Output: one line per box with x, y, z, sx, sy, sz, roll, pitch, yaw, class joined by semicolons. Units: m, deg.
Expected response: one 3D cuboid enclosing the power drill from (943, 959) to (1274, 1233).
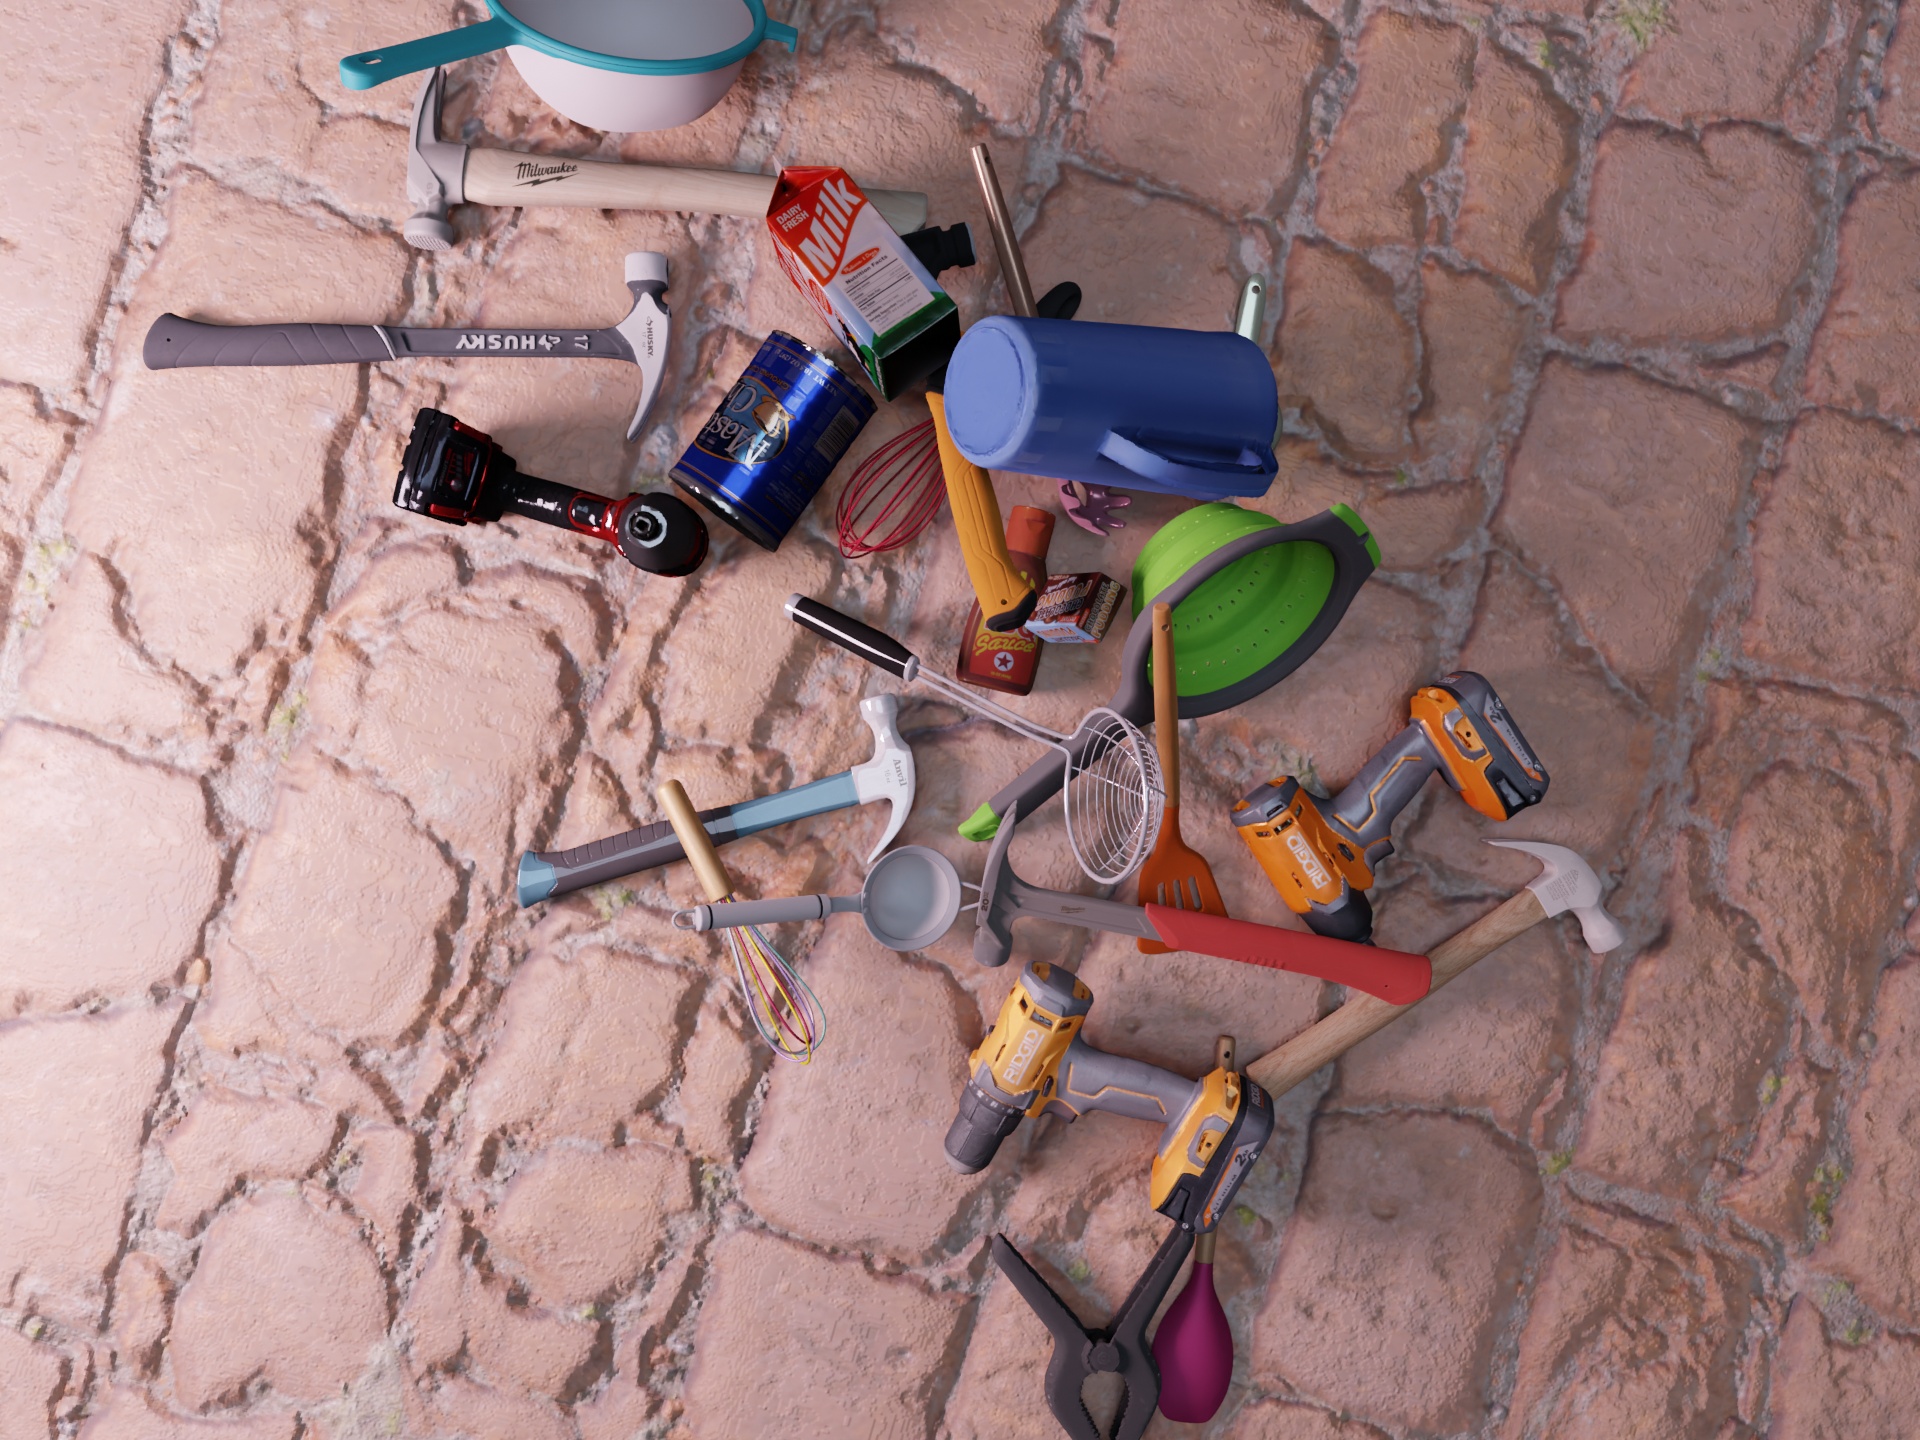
0.109;0.317;1.258;0.226;0.084;0.185;28;104;2;power drill

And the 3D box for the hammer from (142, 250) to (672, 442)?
-0.435;-0.294;1.261;0.409;0.036;0.149;-1;91;-3;hammer

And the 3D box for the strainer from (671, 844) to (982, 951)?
-0.102;0.142;1.241;0.258;0.050;0.087;-2;98;-29;strainer

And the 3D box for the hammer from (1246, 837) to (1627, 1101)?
0.380;0.210;1.310;0.331;0.031;0.130;-32;92;-3;hammer

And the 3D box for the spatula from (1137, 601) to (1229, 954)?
0.165;0.050;1.232;0.081;0.041;0.322;-11;127;-4;spatula

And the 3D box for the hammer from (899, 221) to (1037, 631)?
-0.013;-0.224;1.223;0.127;0.034;0.337;-15;74;0;hammer

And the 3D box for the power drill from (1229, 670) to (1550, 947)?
0.354;0.080;1.287;0.226;0.084;0.164;-33;93;1;power drill

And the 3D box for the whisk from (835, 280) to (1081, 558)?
0.000;-0.244;1.278;0.073;0.073;0.296;41;82;-3;whisk

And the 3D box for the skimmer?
-0.002;-0.004;1.199;0.363;0.090;0.127;28;125;20;skimmer

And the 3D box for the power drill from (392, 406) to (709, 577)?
-0.306;-0.165;1.215;0.219;0.143;0.078;17;91;-1;power drill

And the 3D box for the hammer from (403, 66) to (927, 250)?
-0.231;-0.435;1.275;0.410;0.038;0.146;4;88;-4;hammer

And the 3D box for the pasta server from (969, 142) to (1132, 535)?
0.066;-0.296;1.253;0.060;0.040;0.316;-32;111;-37;pasta server

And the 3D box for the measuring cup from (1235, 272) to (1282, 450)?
0.233;-0.287;1.300;0.083;0.038;0.167;9;91;-4;measuring cup

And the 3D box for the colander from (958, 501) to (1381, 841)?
0.140;-0.052;1.265;0.397;0.204;0.095;-39;56;12;colander

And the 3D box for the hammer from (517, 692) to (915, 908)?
-0.195;0.084;1.274;0.331;0.033;0.128;-16;90;-3;hammer

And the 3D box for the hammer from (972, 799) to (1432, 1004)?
0.194;0.161;1.252;0.359;0.037;0.149;11;123;0;hammer

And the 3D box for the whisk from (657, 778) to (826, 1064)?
-0.172;0.156;1.235;0.051;0.047;0.245;-27;86;-2;whisk

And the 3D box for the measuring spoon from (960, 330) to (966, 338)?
-0.017;-0.313;1.278;0.117;0.011;0.021;18;68;19;measuring spoon

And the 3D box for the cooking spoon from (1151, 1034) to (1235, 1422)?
0.202;0.417;1.303;0.068;0.017;0.319;6;89;-2;cooking spoon

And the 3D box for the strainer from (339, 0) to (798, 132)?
-0.302;-0.487;1.188;0.211;0.095;0.340;41;53;21;strainer
